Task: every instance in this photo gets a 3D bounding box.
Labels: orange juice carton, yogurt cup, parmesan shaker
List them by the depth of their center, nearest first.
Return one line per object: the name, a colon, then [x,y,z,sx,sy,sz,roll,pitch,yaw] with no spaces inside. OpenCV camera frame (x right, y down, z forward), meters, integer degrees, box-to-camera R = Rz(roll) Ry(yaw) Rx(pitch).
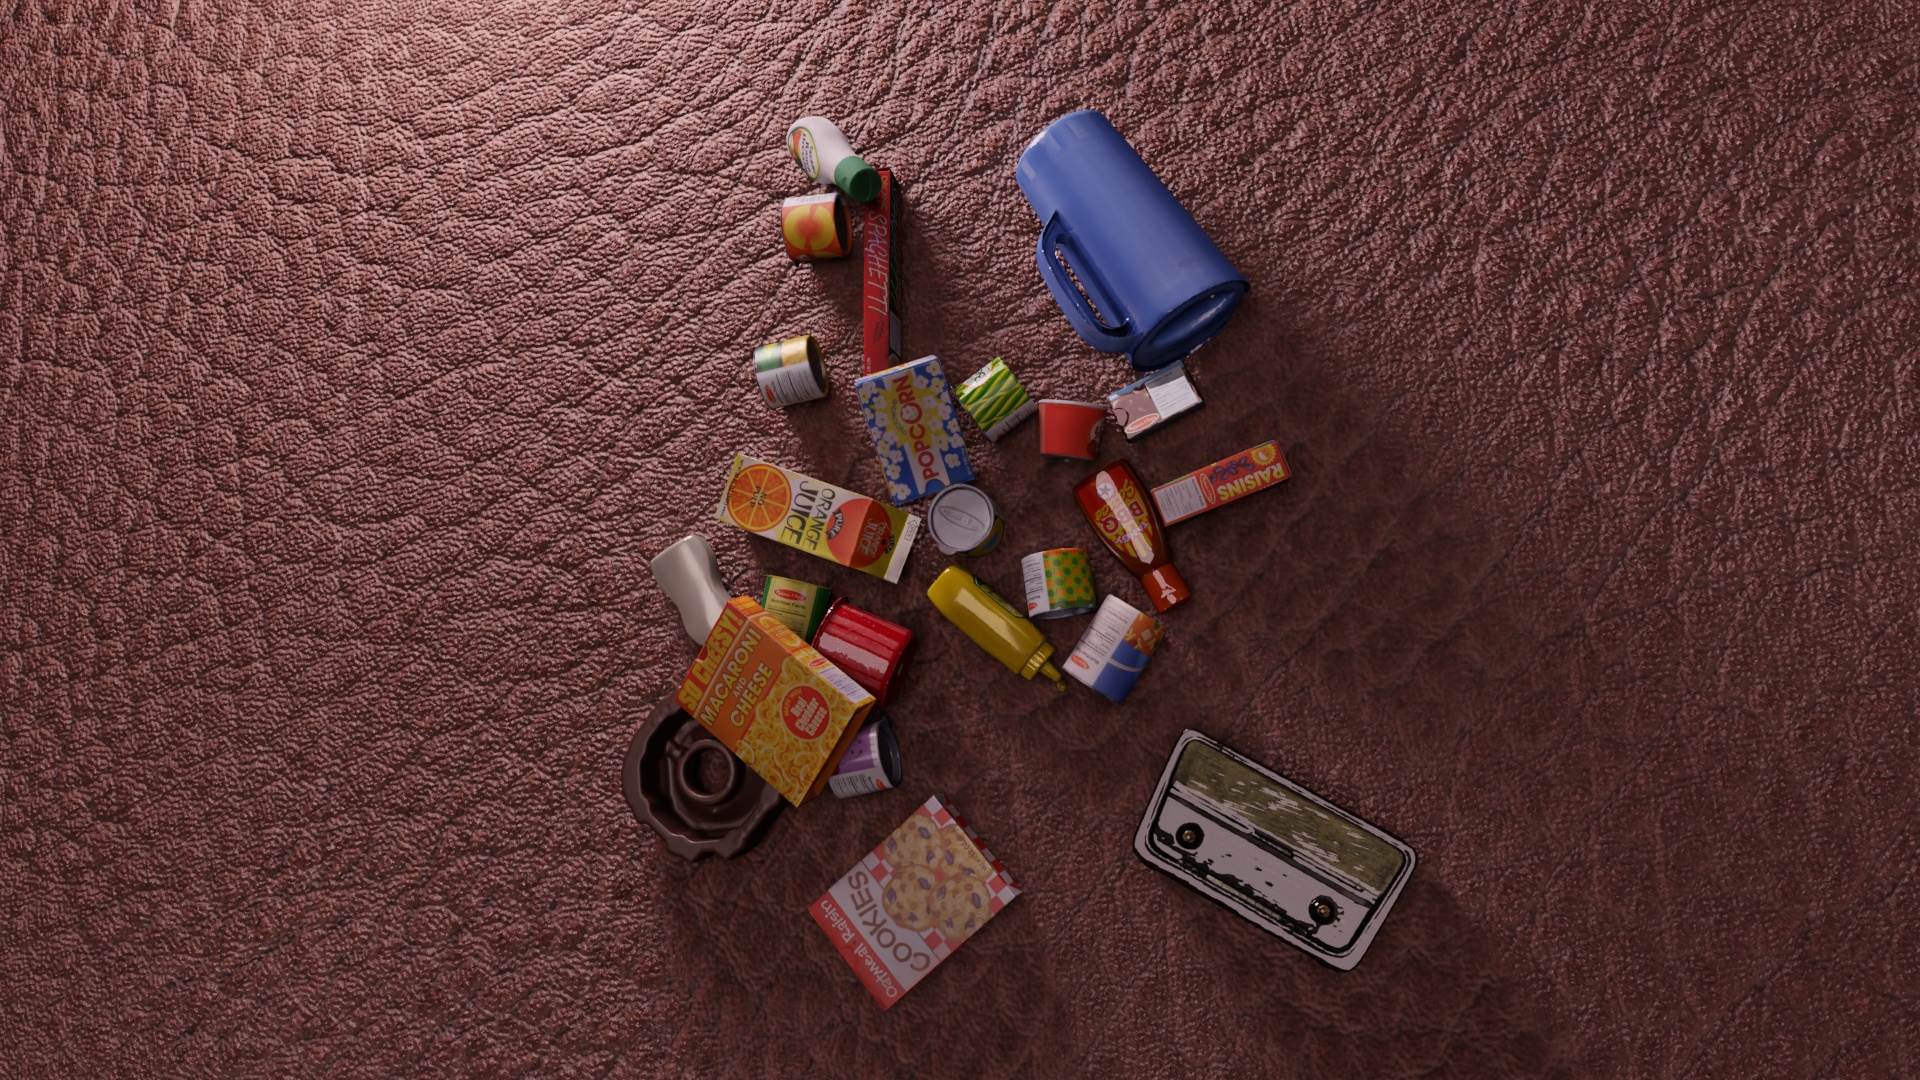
yogurt cup: [0.107,-0.107,1.347,0.072,0.072,0.054,6,92,14]
parmesan shaker: [-0.174,0.091,1.380,0.071,0.071,0.103,11,85,15]
orange juice carton: [-0.137,-0.020,1.385,0.193,0.073,0.072,19,87,15]

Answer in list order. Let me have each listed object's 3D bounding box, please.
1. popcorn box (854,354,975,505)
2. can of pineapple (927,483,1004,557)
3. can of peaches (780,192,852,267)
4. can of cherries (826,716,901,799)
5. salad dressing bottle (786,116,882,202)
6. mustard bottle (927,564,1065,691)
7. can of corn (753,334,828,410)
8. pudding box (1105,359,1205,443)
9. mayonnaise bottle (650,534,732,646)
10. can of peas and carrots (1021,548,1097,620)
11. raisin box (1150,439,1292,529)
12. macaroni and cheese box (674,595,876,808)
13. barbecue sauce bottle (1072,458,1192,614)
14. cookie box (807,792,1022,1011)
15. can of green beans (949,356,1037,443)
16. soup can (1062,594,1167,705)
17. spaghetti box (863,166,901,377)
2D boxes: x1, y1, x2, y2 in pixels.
popcorn box: [-0.045,-0.109,1.361,0.085,0.038,0.126,-19,102,-6]
can of pineapple: [0.005,-0.017,1.359,0.071,0.058,0.071,-2,81,13]
can of peaches: [-0.148,-0.321,1.437,0.058,0.071,0.071,-5,81,12]
can of cherries: [-0.095,0.210,1.346,0.058,0.071,0.071,-15,79,12]
salad dressing bottle: [-0.129,-0.388,1.419,0.044,0.064,0.148,-18,40,-24]
mustard bottle: [0.042,0.088,1.334,0.160,0.065,0.048,40,98,10]
can of corn: [-0.172,-0.174,1.421,0.058,0.071,0.071,-12,79,11]
pudding box: [0.189,-0.135,1.348,0.083,0.030,0.050,-27,78,8]
mayonnaise bottle: [-0.258,0.071,1.417,0.064,0.041,0.148,-32,77,9]
can of peas and carrots: [0.096,0.042,1.326,0.071,0.071,0.059,-10,79,12]
raisin box: [0.243,-0.051,1.294,0.123,0.086,0.040,-22,84,10]
macaroni and cheese box: [-0.178,0.150,1.309,0.167,0.040,0.123,37,109,17]
barbecue sauce bottle: [0.168,-0.002,1.326,0.065,0.043,0.149,-32,76,11]
cookie box: [-0.045,0.343,1.325,0.167,0.040,0.123,-42,75,4]
can of green beans: [0.034,-0.138,1.366,0.058,0.071,0.071,-37,76,5]
soup can: [0.147,0.103,1.306,0.071,0.071,0.084,32,89,15]
spaghetti box: [-0.079,-0.254,1.418,0.029,0.050,0.250,-2,81,12]
